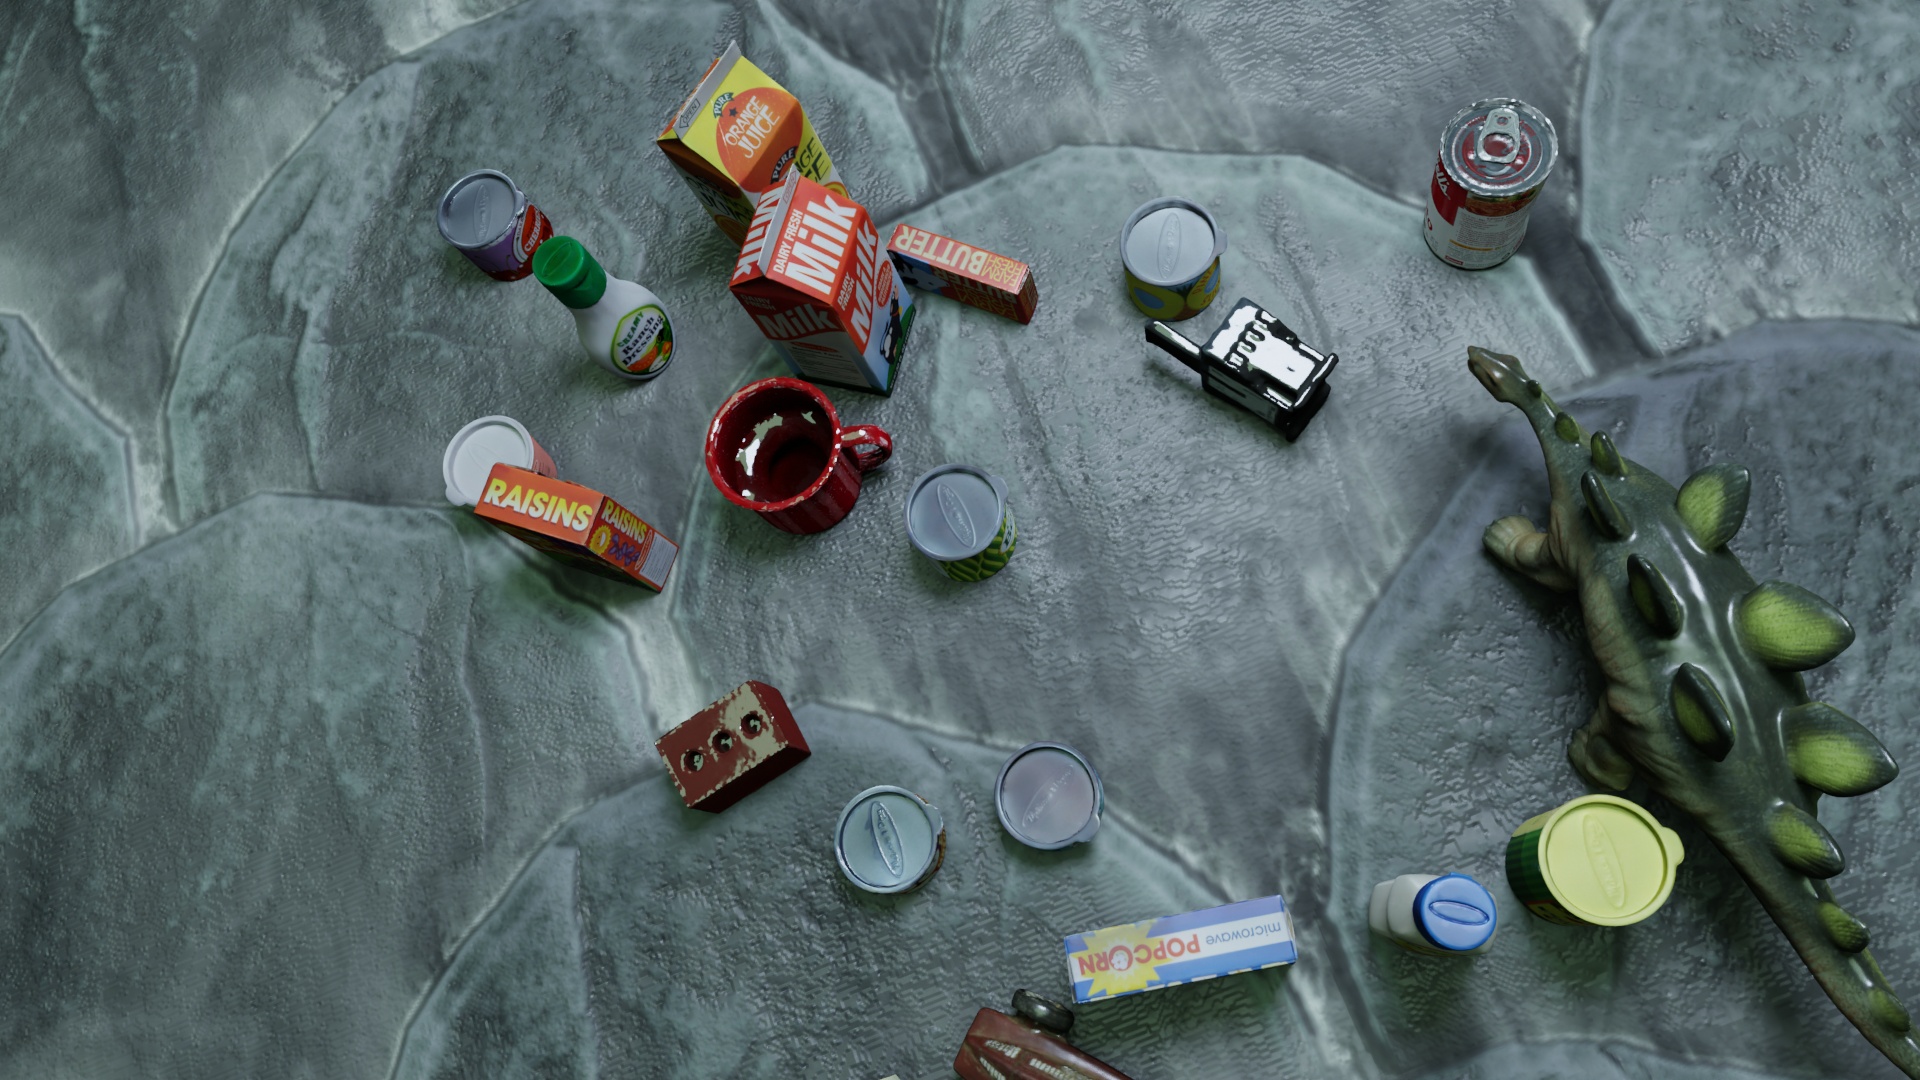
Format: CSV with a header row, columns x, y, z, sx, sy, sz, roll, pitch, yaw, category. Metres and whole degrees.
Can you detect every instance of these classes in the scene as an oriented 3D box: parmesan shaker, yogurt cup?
x,y,z,sx,sy,sz,roll,pitch,yaw,category
0.346,0.178,0.763,0.071,0.103,0.071,-3,73,11,parmesan shaker
-0.326,-0.049,0.996,0.072,0.054,0.072,-3,73,11,yogurt cup

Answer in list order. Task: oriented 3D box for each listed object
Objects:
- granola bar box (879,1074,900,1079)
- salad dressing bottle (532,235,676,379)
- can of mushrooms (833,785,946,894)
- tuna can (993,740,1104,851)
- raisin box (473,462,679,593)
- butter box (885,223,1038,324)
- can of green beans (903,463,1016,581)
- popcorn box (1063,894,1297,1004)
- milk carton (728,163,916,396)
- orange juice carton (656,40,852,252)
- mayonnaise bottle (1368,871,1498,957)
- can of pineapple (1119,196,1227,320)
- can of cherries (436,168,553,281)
x,y,z,sx,sy,sz,roll,pitch,yaw,category
-0.007,0.375,0.764,0.166,0.124,0.039,42,86,19,granola bar box
-0.246,-0.161,0.964,0.044,0.147,0.064,35,83,19,salad dressing bottle
-0.041,0.189,0.876,0.071,0.033,0.071,-3,73,11,can of mushrooms
0.058,0.161,0.865,0.071,0.032,0.071,-3,73,11,tuna can
-0.254,-0.007,0.932,0.086,0.123,0.040,16,78,16,raisin box
0.002,-0.186,0.971,0.103,0.053,0.024,22,79,17,butter box
0.001,-0.011,0.915,0.071,0.057,0.071,-3,73,11,can of green beans
0.128,0.236,0.800,0.127,0.085,0.038,-13,72,7,popcorn box
-0.092,-0.167,0.911,0.073,0.190,0.072,12,77,15,milk carton
-0.140,-0.256,0.947,0.073,0.192,0.072,31,82,18,orange juice carton
0.258,0.203,0.750,0.065,0.148,0.041,10,76,14,mayonnaise bottle
0.144,-0.189,0.940,0.071,0.057,0.071,-3,73,11,can of pineapple
-0.350,-0.238,1.056,0.071,0.058,0.071,-3,73,11,can of cherries
